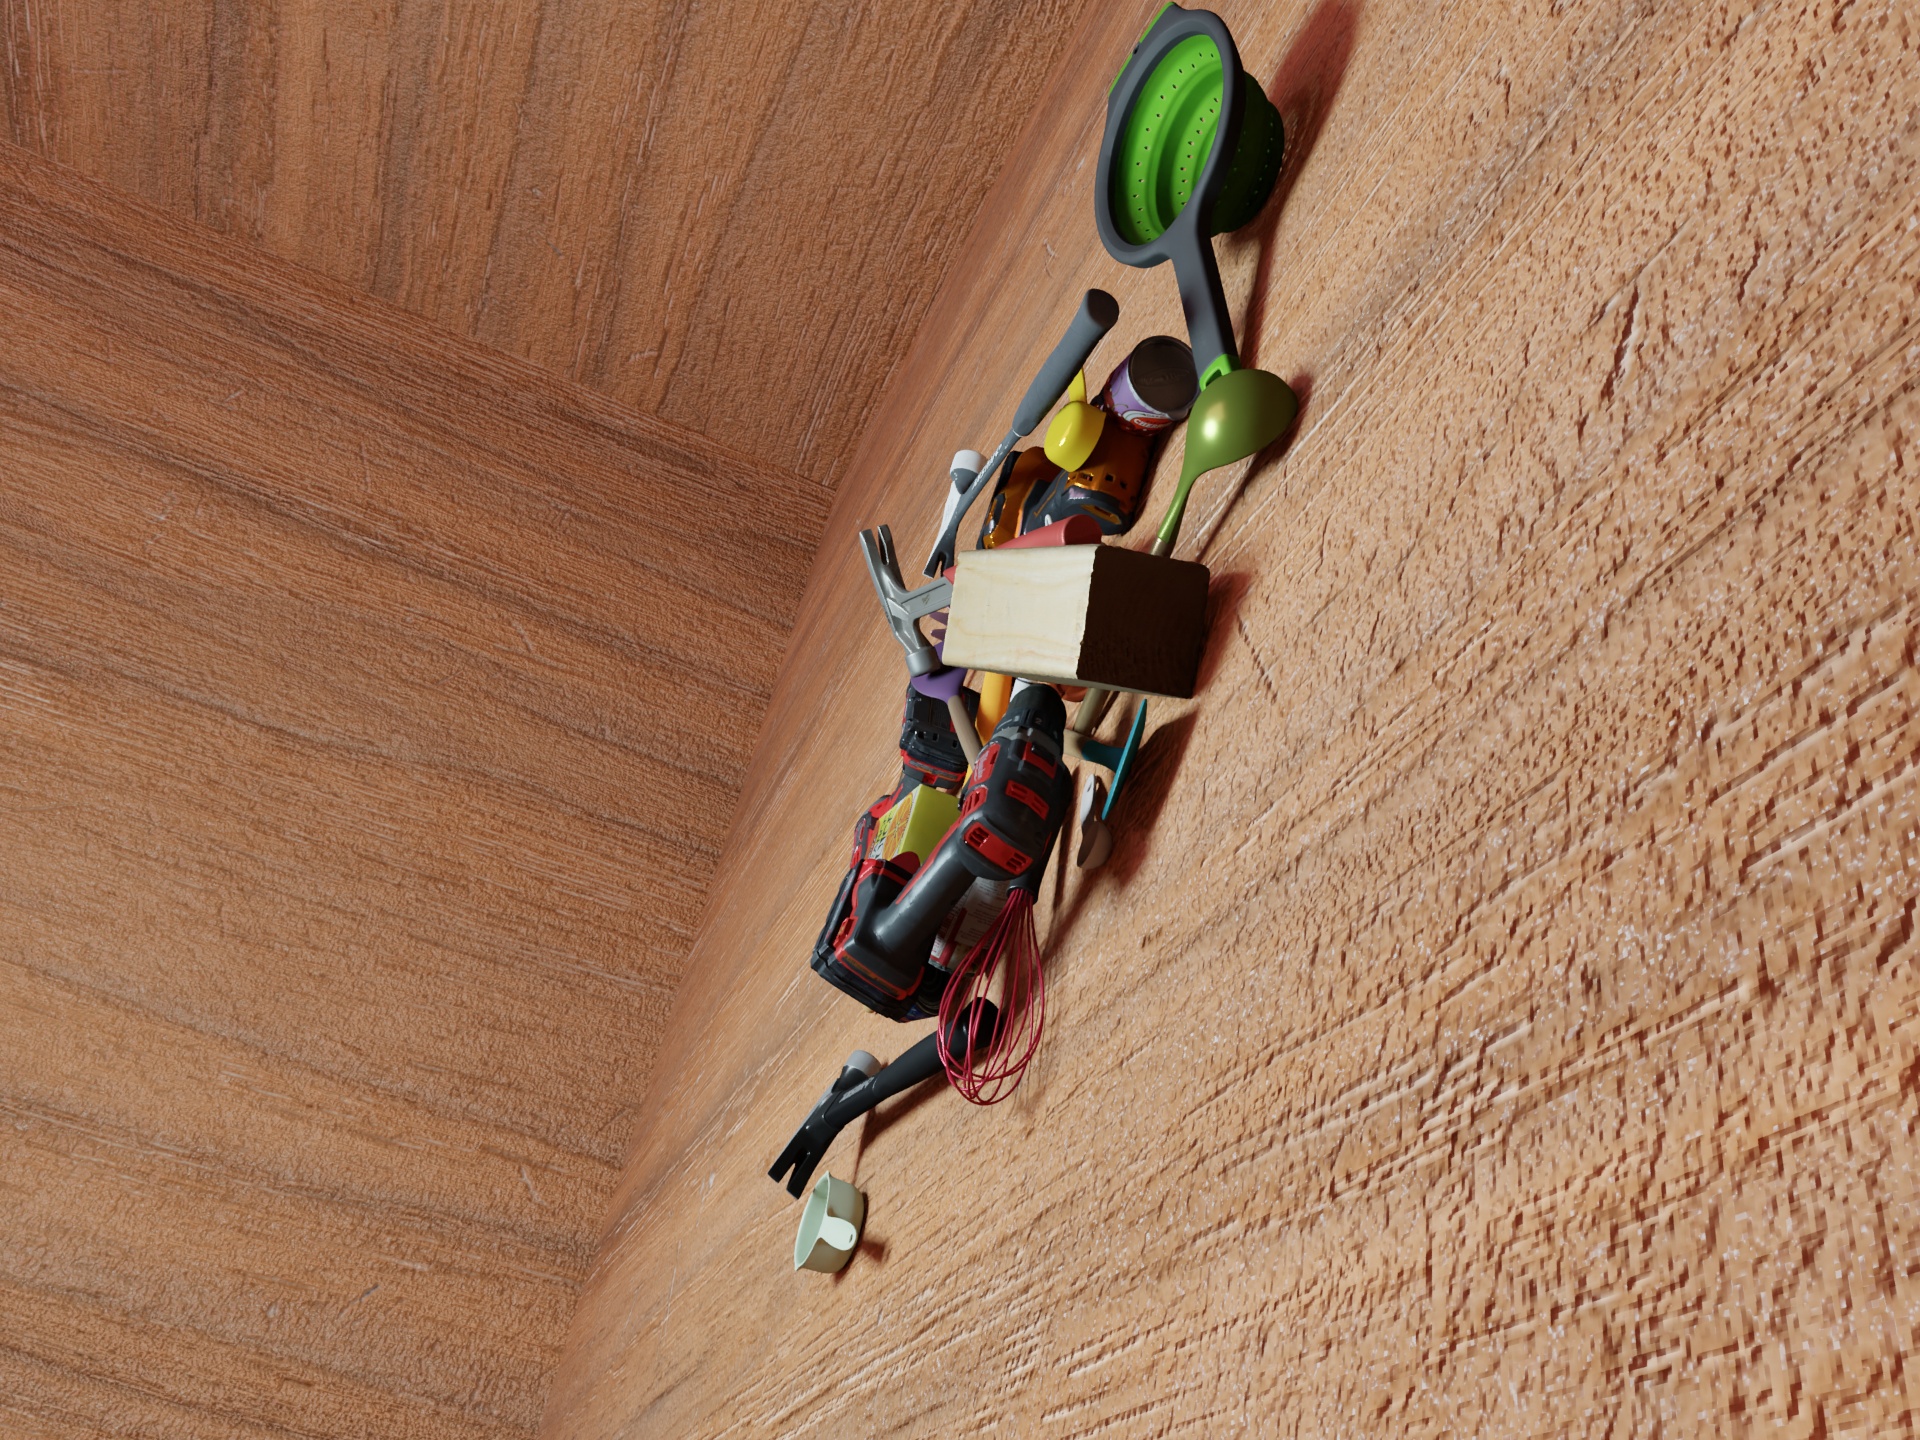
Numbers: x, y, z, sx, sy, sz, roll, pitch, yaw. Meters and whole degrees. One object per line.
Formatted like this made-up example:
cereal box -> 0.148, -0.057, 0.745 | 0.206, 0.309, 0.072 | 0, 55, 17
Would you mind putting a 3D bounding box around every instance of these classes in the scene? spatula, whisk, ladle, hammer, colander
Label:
spatula -> -0.002, -0.005, 1.451 | 0.060, 0.018, 0.316 | -29, 27, 3
whisk -> 0.040, 0.140, 1.121 | 0.073, 0.073, 0.296 | -55, 13, 48
ladle -> 0.148, -0.105, 1.133 | 0.078, 0.062, 0.320 | -91, 18, -55
hammer -> 0.047, -0.247, 1.372 | 0.409, 0.036, 0.149 | 135, 154, -66
spatula -> 0.077, 0.013, 1.163 | 0.318, 0.044, 0.082 | -159, 88, -72
ladle -> -0.061, 0.171, 1.423 | 0.069, 0.031, 0.315 | -47, -8, -13
hammer -> -0.055, 0.288, 1.263 | 0.146, 0.035, 0.334 | -51, 4, -36
colander -> 0.209, -0.399, 1.280 | 0.204, 0.094, 0.397 | -47, 42, 50
hammer -> 0.034, -0.049, 1.521 | 0.127, 0.034, 0.337 | 125, 162, -44
hammer -> 0.013, -0.132, 1.369 | 0.359, 0.036, 0.149 | -14, 95, 64

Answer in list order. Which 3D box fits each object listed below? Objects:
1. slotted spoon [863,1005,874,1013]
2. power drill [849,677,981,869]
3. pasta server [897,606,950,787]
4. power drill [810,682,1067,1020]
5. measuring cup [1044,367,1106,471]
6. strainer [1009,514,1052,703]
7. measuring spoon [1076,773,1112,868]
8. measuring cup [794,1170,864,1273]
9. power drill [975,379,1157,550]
slotted spoon -> -0.043, 0.200, 1.407 | 0.031, 0.070, 0.313 | 66, 152, 22
power drill -> -0.051, 0.067, 1.604 | 0.143, 0.078, 0.219 | -85, 18, -55
pasta server -> -0.044, -0.002, 1.692 | 0.060, 0.040, 0.316 | -51, -20, -69
power drill -> -0.003, 0.085, 1.122 | 0.226, 0.080, 0.188 | -50, 11, 33
measuring cup -> 0.091, -0.271, 1.347 | 0.062, 0.029, 0.157 | -50, 28, 36
strainer -> 0.062, -0.045, 1.364 | 0.087, 0.050, 0.258 | -127, 52, -74
measuring spoon -> 0.096, 0.068, 1.111 | 0.124, 0.018, 0.034 | -80, 15, -67
measuring cup -> -0.092, 0.411, 1.275 | 0.167, 0.038, 0.083 | -29, 41, 68
power drill -> 0.103, -0.223, 1.421 | 0.226, 0.084, 0.164 | -27, 42, 66
